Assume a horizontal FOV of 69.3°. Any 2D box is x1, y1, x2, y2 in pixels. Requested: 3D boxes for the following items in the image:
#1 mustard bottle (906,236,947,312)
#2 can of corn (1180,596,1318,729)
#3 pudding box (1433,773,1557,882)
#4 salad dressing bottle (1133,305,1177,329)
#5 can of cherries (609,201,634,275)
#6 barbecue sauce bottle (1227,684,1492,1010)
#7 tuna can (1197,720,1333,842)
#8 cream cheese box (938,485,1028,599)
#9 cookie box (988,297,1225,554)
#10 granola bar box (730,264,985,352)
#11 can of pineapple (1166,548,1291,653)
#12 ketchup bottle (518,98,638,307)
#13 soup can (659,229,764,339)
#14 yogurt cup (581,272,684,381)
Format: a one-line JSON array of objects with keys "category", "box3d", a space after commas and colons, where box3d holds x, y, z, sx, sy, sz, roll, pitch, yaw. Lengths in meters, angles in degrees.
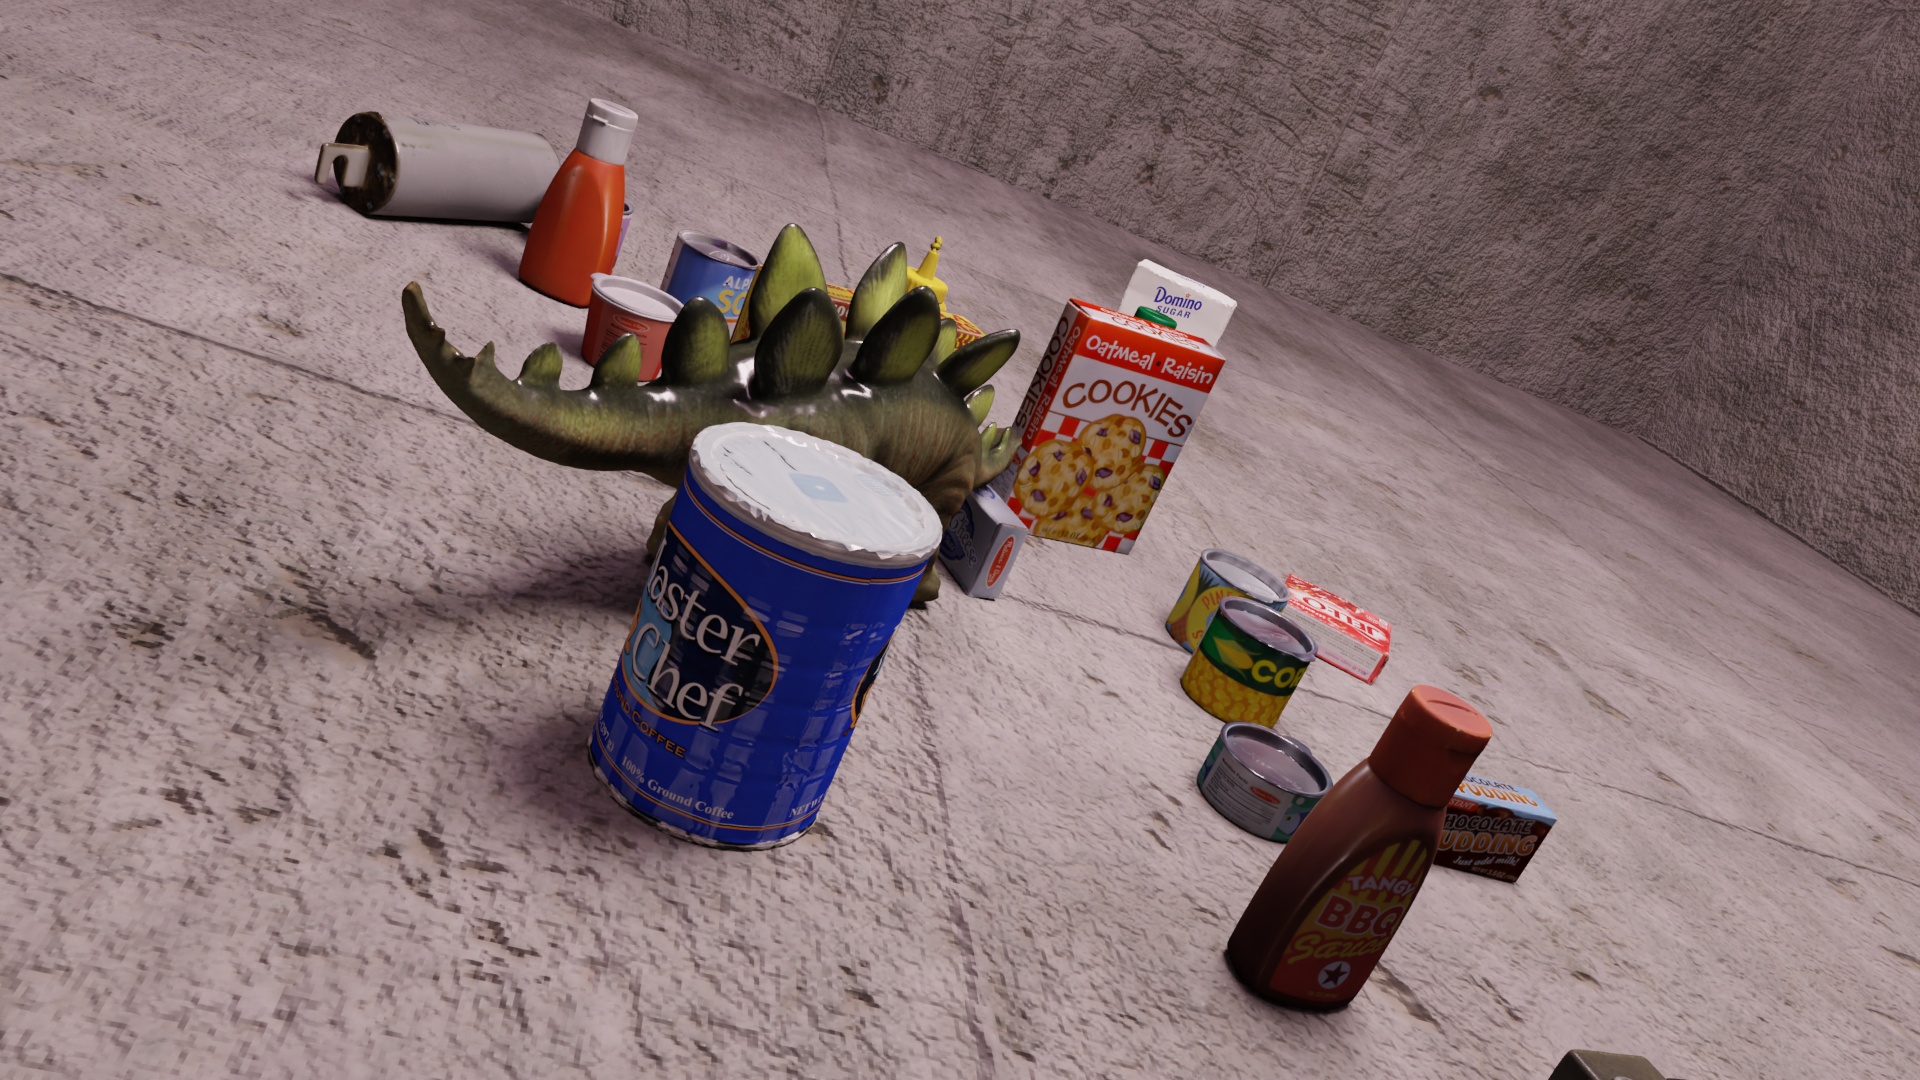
[{"category": "mustard bottle", "box3d": [-0.046, -0.149, 1.023, 0.065, 0.159, 0.049, 5, 27, -42]}, {"category": "can of corn", "box3d": [0.179, 0.078, 0.859, 0.071, 0.058, 0.071, 21, 21, -8]}, {"category": "pudding box", "box3d": [0.289, 0.160, 0.790, 0.084, 0.049, 0.030, 17, 21, -19]}, {"category": "salad dressing bottle", "box3d": [0.138, -0.125, 1.182, 0.064, 0.147, 0.044, 30, 21, 16]}, {"category": "can of cherries", "box3d": [-0.310, -0.258, 1.150, 0.071, 0.058, 0.072, 21, 21, -8]}, {"category": "barbecue sauce bottle", "box3d": [0.173, 0.132, 0.594, 0.065, 0.148, 0.044, 14, 22, -25]}, {"category": "tuna can", "box3d": [0.165, 0.130, 0.753, 0.071, 0.032, 0.071, 21, 21, -8]}, {"category": "cream cheese box", "box3d": [0.003, -0.011, 0.893, 0.024, 0.053, 0.104, 11, 24, -31]}, {"category": "cookie box", "box3d": [0.100, -0.079, 1.002, 0.123, 0.166, 0.040, 11, 24, -31]}, {"category": "granola bar box", "box3d": [-0.078, -0.105, 0.933, 0.166, 0.123, 0.039, 8, 25, -36]}, {"category": "can of pineapple", "box3d": [0.180, 0.047, 0.935, 0.071, 0.057, 0.071, 21, 21, -8]}, {"category": "ketchup bottle", "box3d": [-0.281, -0.254, 1.041, 0.065, 0.148, 0.044, 25, 20, 3]}, {"category": "soup can", "box3d": [-0.193, -0.183, 1.056, 0.071, 0.083, 0.071, 21, 20, -8]}, {"category": "yogurt cup", "box3d": [-0.230, -0.146, 0.969, 0.072, 0.053, 0.073, 21, 21, -8]}]
